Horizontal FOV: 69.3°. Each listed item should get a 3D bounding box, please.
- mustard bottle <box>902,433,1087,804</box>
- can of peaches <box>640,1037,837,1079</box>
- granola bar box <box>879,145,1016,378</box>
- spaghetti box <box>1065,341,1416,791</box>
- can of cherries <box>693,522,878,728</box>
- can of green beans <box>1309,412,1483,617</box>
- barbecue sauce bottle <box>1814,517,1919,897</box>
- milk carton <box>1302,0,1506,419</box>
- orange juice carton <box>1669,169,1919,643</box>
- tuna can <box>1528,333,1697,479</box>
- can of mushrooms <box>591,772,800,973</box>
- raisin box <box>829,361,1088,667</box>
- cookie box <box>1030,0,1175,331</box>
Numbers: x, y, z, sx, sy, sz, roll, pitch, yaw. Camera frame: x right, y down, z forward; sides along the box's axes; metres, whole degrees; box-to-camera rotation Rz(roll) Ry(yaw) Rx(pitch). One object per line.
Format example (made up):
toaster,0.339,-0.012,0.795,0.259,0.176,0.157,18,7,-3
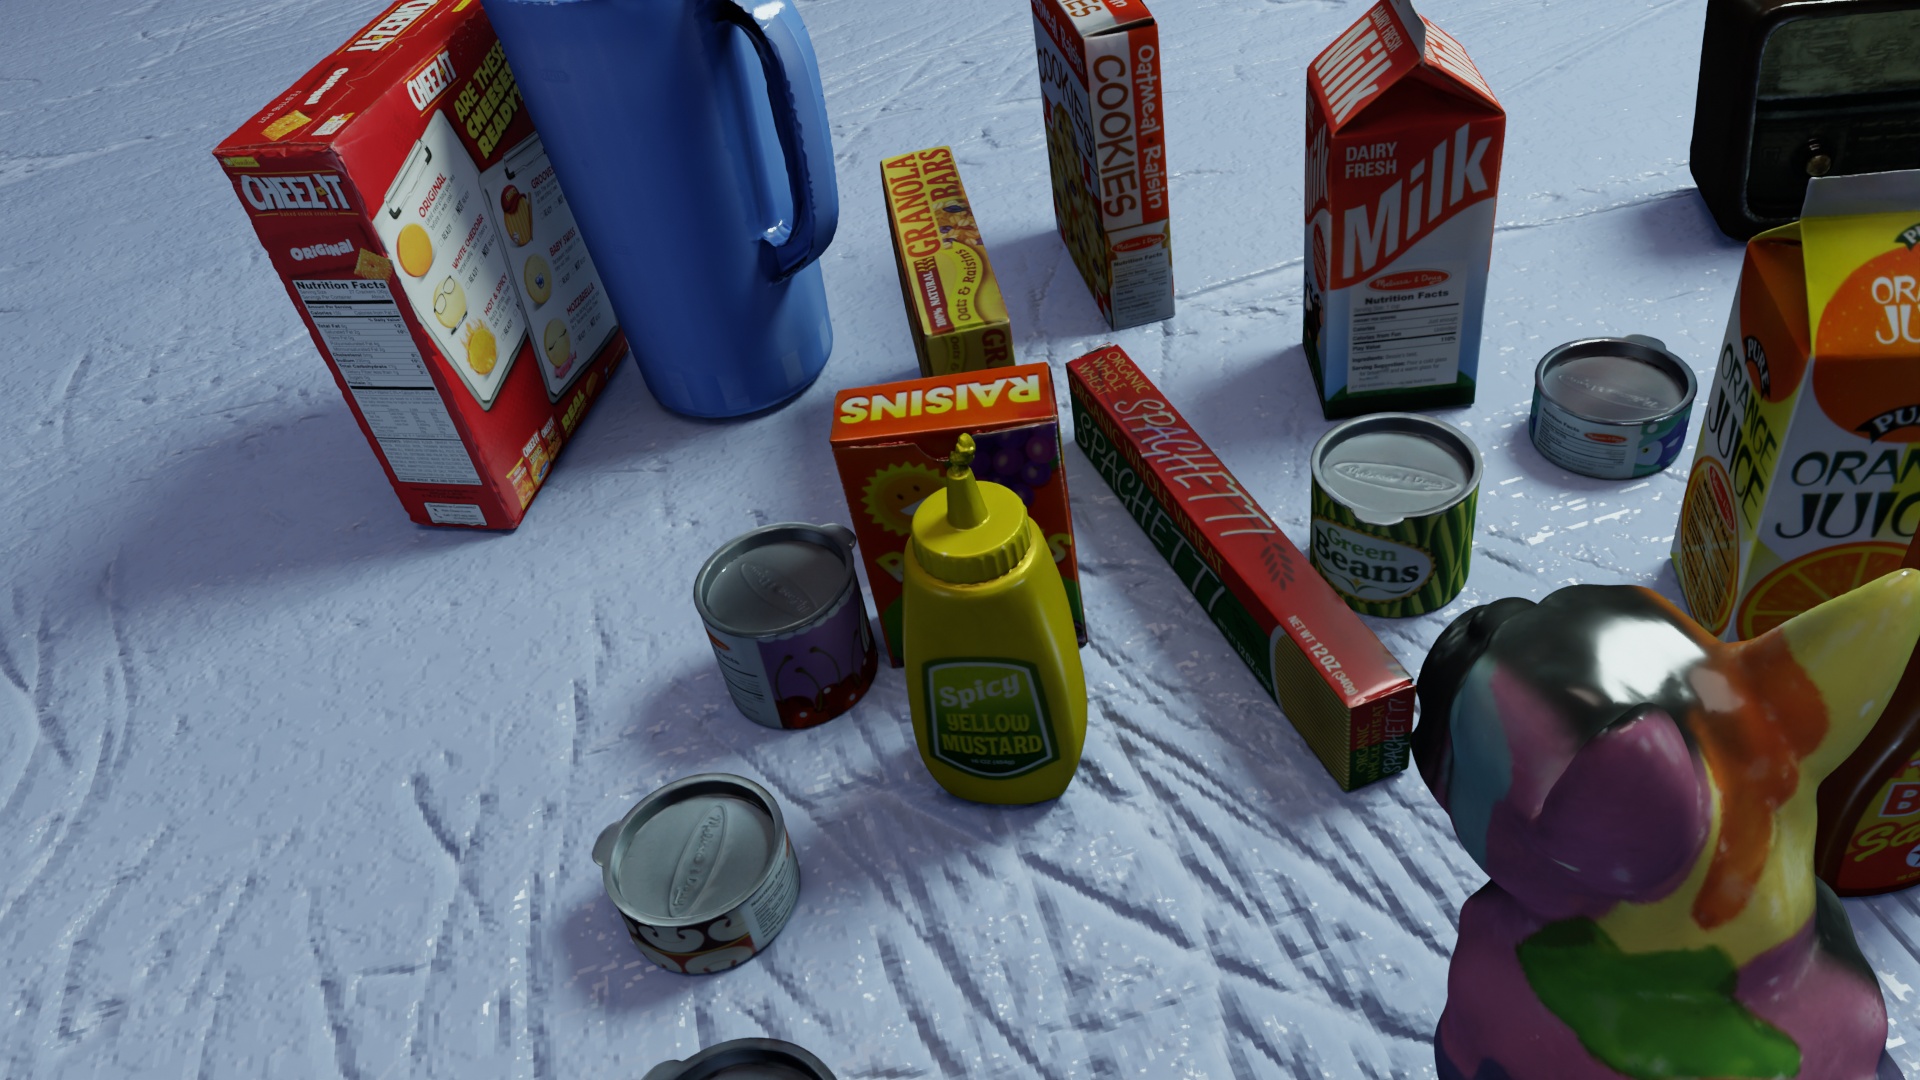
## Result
mustard bottle,0.008,0.029,0.488,0.065,0.159,0.049,-2,42,10
can of peaches,-0.060,0.187,0.402,0.071,0.057,0.071,-6,41,6
granola bar box,-0.002,-0.092,0.655,0.039,0.123,0.166,-12,41,-1
spaghetti box,0.107,-0.001,0.584,0.029,0.050,0.251,-20,42,-10
can of cherries,-0.069,0.034,0.577,0.071,0.058,0.072,-6,41,6
can of green beans,0.178,-0.010,0.573,0.071,0.057,0.071,-6,41,6
barbecue sauce bottle,0.289,0.046,0.416,0.065,0.147,0.044,-16,41,-6
milk carton,0.197,-0.154,0.630,0.073,0.189,0.073,-5,41,7
orange juice carton,0.306,-0.041,0.477,0.072,0.191,0.073,-1,42,11
tuna can,0.293,-0.061,0.624,0.071,0.032,0.071,-6,41,6
can of mushrooms,-0.095,0.120,0.504,0.071,0.033,0.071,-6,41,6
raisin box,0.002,-0.007,0.558,0.086,0.122,0.040,-6,41,6
cookie box,0.076,-0.217,0.746,0.040,0.166,0.123,-14,41,-3
